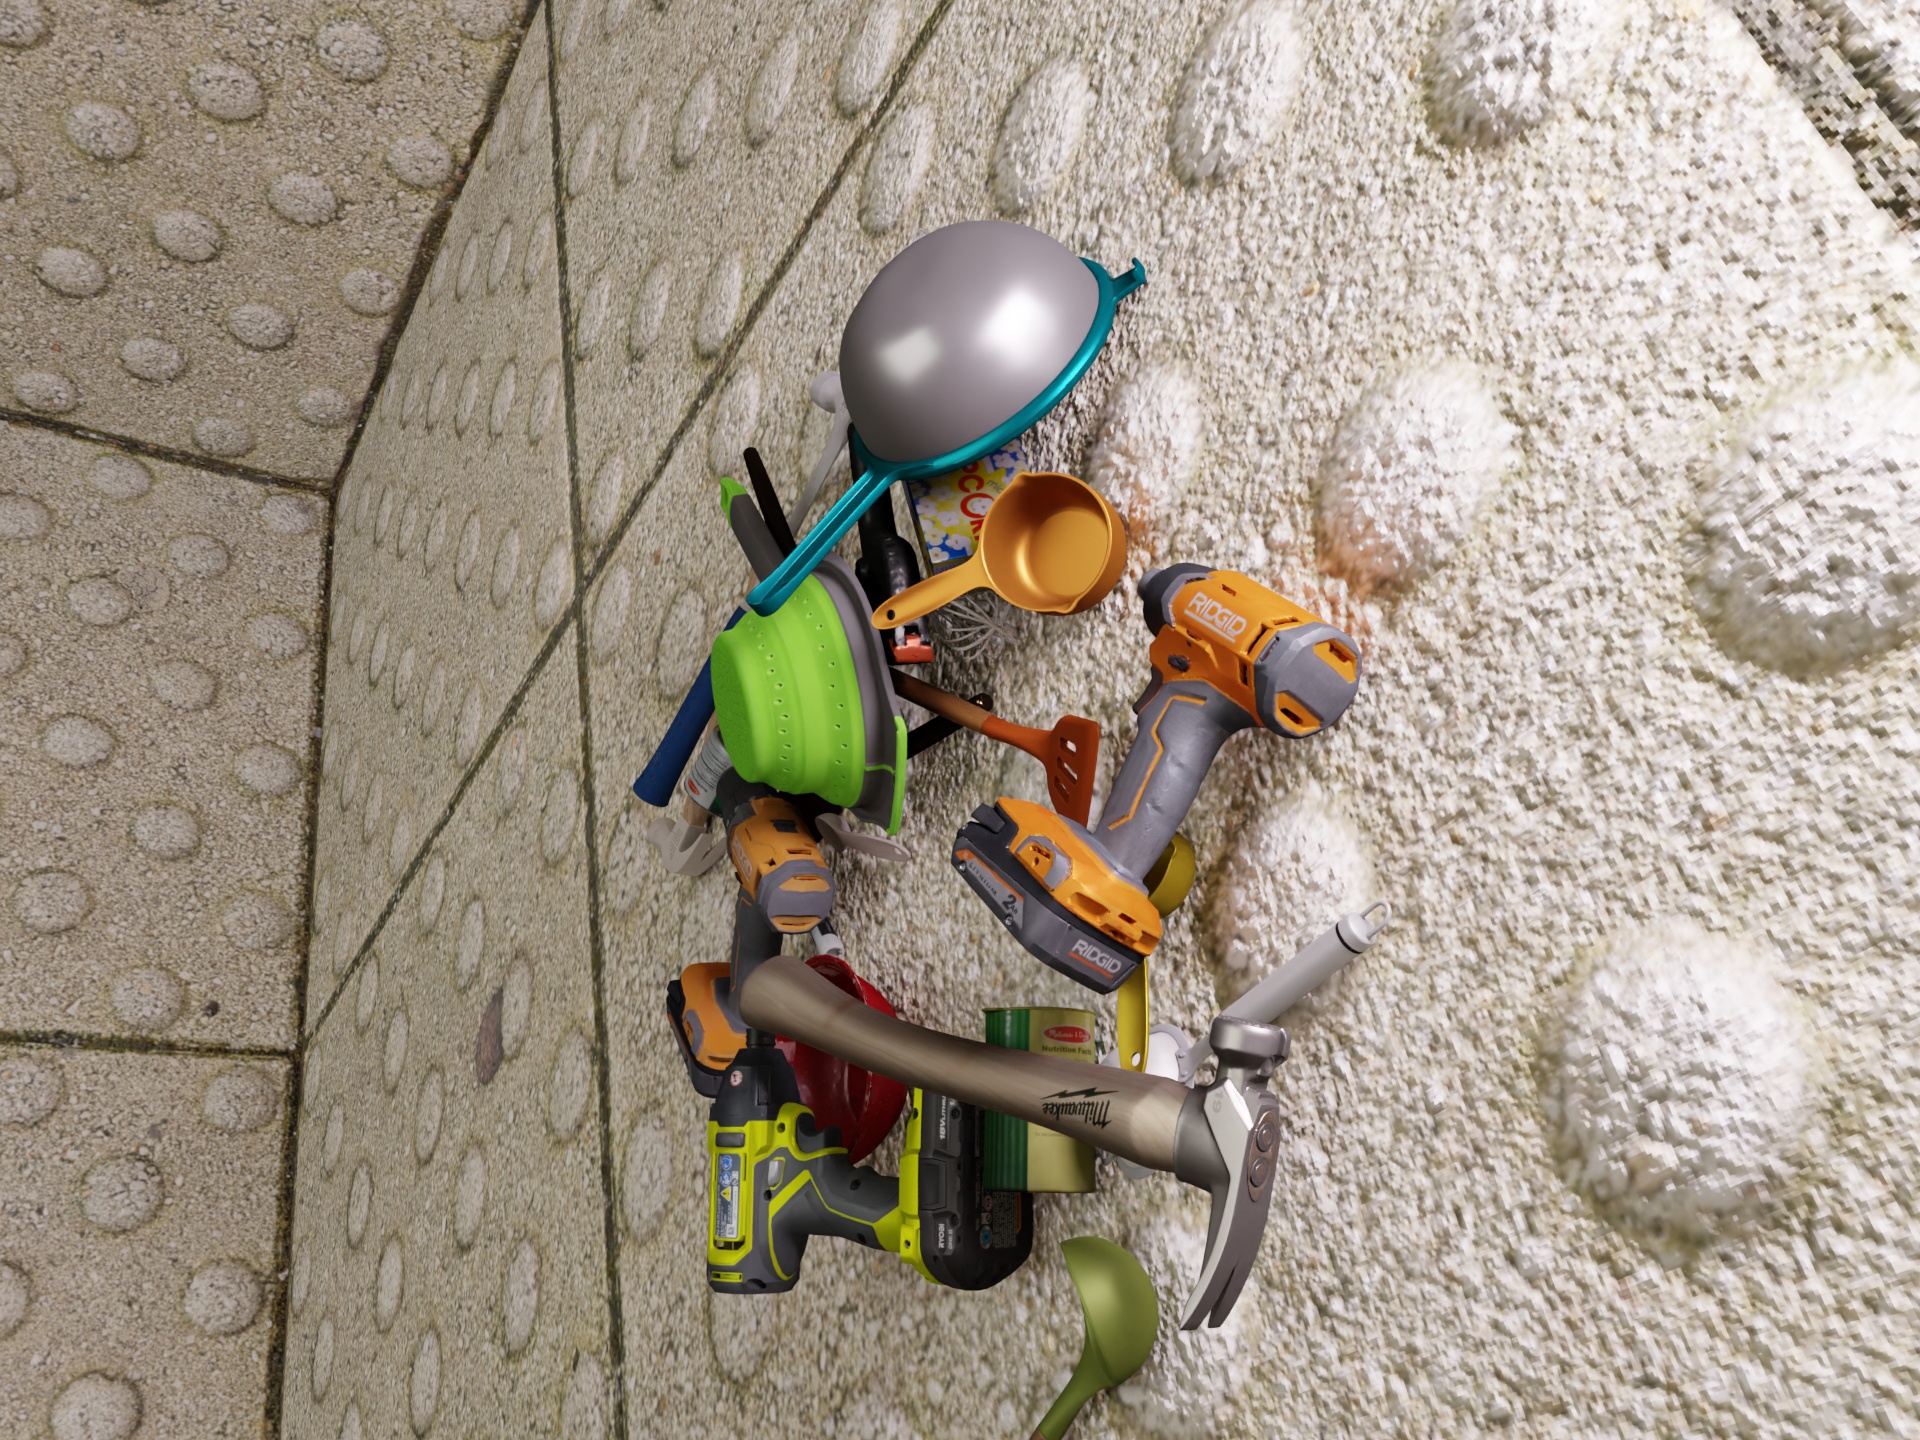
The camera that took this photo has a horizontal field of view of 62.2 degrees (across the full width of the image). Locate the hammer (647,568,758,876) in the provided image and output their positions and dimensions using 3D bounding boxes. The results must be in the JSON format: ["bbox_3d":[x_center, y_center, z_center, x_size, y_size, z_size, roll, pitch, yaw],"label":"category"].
[{"bbox_3d":[-0.214,-0.013,1.460,0.130,0.031,0.331,33,108,57],"label":"hammer"}]

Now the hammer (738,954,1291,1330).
[{"bbox_3d":[0.001,0.206,0.895,0.411,0.038,0.146,4,80,48],"label":"hammer"}]

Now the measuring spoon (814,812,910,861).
[{"bbox_3d":[-0.070,0.089,1.211,0.018,0.034,0.124,-41,27,-26],"label":"measuring spoon"}]

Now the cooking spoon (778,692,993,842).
[{"bbox_3d":[-0.070,0.037,1.225,0.319,0.017,0.069,-30,61,50],"label":"cooking spoon"}]

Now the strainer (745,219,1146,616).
[{"bbox_3d":[-0.047,-0.221,1.057,0.340,0.095,0.211,-50,37,-13],"label":"strainer"}]

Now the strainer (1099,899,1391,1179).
[{"bbox_3d":[0.134,0.166,0.839,0.258,0.050,0.087,-48,28,35],"label":"strainer"}]

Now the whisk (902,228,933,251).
[{"bbox_3d":[-0.015,-0.244,1.200,0.070,0.070,0.285,-27,62,52],"label":"whisk"}]

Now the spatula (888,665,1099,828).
[{"bbox_3d":[-0.002,-0.003,1.083,0.323,0.041,0.081,25,113,49],"label":"spatula"}]

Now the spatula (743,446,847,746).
[{"bbox_3d":[-0.125,-0.099,1.278,0.059,0.018,0.316,-52,50,44],"label":"spatula"}]

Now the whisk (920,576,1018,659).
[{"bbox_3d":[-0.023,-0.089,1.167,0.058,0.059,0.246,-59,28,-1],"label":"whisk"}]

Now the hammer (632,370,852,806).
[{"bbox_3d":[-0.177,-0.103,1.374,0.405,0.035,0.144,-61,35,11],"label":"hammer"}]

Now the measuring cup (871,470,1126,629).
[{"bbox_3d":[0.026,-0.094,1.022,0.173,0.052,0.095,-23,78,22],"label":"measuring cup"}]

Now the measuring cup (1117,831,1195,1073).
[{"bbox_3d":[0.105,0.129,0.880,0.062,0.029,0.157,-28,47,42],"label":"measuring cup"}]

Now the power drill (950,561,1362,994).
[{"bbox_3d":[0.097,0.017,0.872,0.226,0.084,0.164,-53,35,5],"label":"power drill"}]

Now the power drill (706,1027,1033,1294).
[{"bbox_3d":[-0.068,0.276,1.010,0.223,0.080,0.171,-10,72,34],"label":"power drill"}]

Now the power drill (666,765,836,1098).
[{"bbox_3d":[-0.172,0.160,1.264,0.186,0.084,0.226,52,131,53],"label":"power drill"}]

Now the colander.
[{"bbox_3d":[-0.155,-0.067,1.209,0.398,0.094,0.204,-122,29,-43],"label":"colander"}]

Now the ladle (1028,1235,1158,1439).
[{"bbox_3d":[0.030,0.421,0.903,0.320,0.062,0.078,-66,24,23],"label":"ladle"}]
